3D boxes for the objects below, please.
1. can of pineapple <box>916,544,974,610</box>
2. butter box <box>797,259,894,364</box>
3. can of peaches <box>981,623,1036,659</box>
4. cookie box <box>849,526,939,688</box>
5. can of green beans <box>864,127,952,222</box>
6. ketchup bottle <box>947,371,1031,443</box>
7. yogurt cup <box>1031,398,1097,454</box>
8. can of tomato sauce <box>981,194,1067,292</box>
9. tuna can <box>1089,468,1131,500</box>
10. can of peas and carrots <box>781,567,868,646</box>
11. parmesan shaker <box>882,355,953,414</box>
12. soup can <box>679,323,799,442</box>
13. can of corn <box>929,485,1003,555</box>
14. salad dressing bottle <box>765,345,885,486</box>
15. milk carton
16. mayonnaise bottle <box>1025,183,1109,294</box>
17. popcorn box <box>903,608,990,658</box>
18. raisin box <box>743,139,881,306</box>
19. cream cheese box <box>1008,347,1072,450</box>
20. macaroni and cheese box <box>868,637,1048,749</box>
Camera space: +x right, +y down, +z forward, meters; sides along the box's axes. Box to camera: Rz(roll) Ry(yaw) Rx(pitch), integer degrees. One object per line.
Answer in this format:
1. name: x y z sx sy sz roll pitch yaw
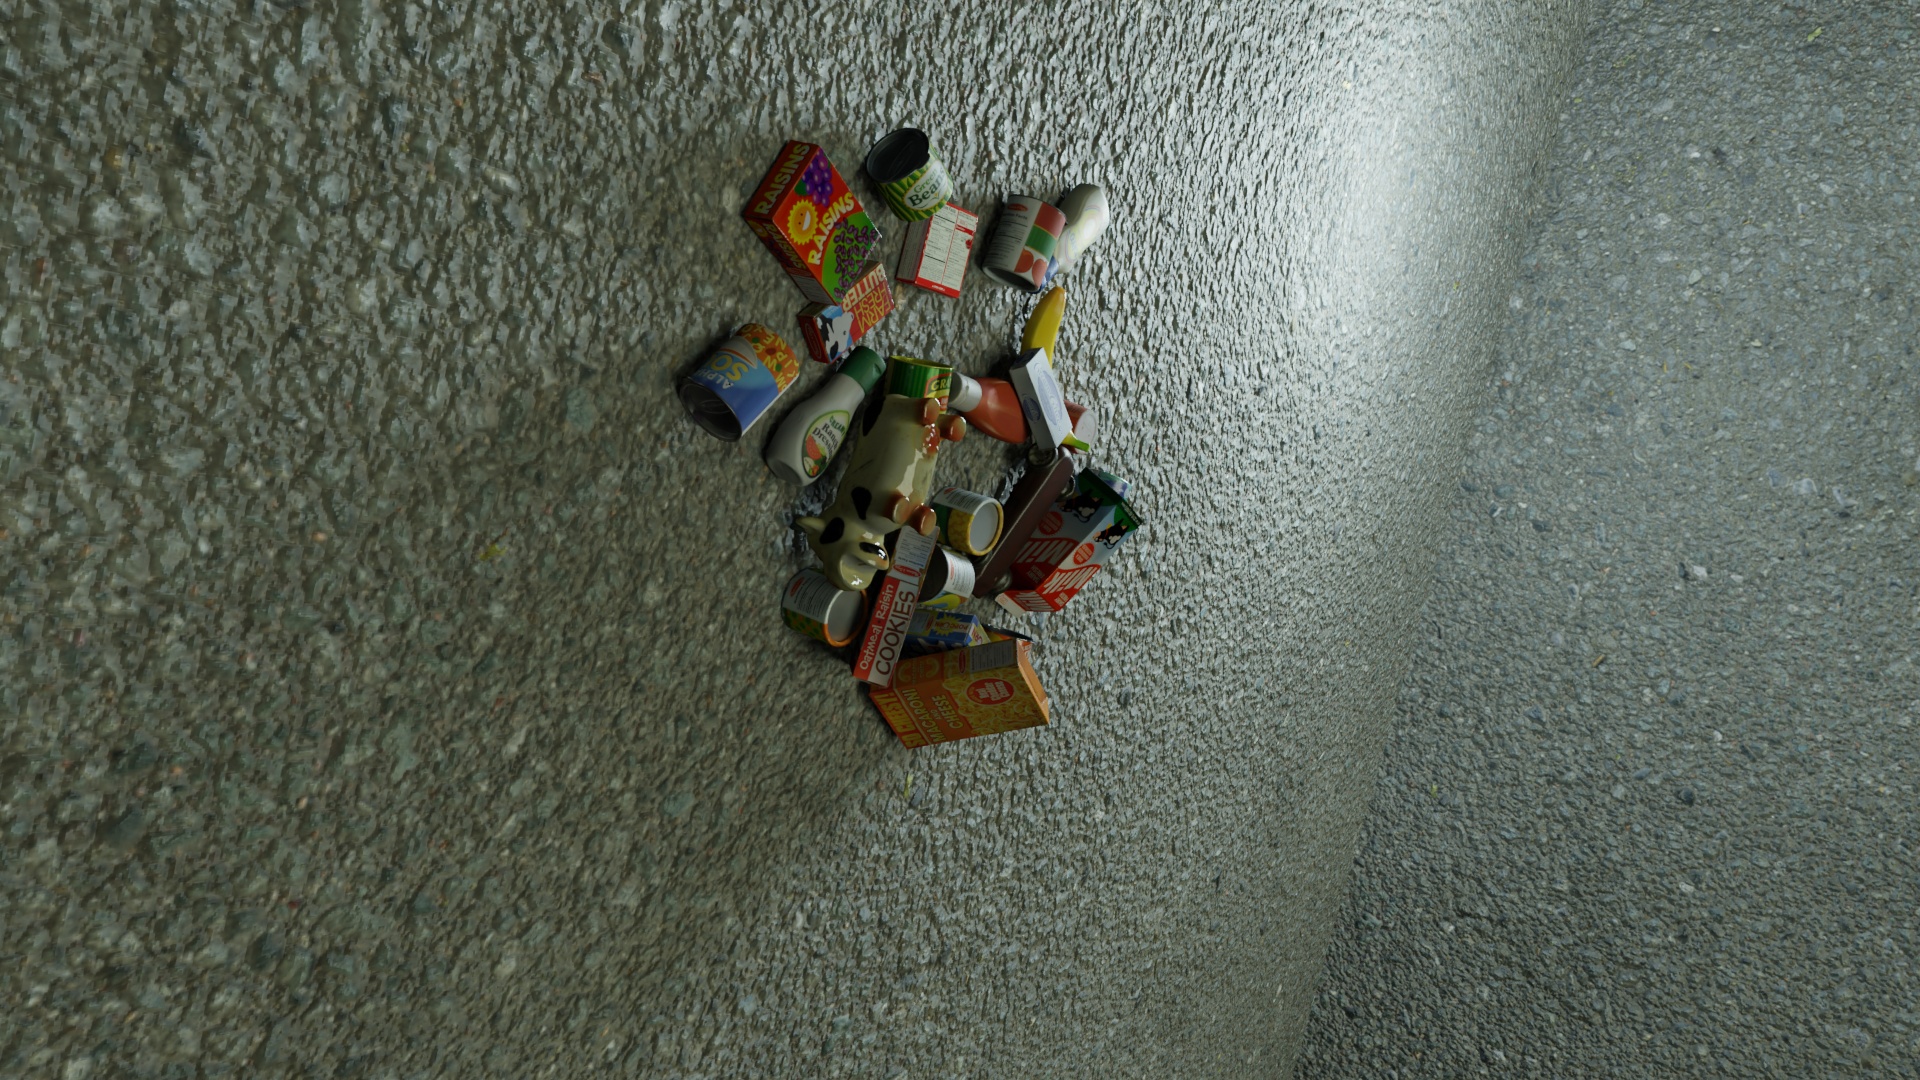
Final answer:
1. can of pineapple: -0.028 0.039 1.498 0.058 0.071 0.071 21 87 -57
2. butter box: -0.106 -0.216 1.307 0.104 0.024 0.053 -47 138 -33
3. can of peaches: 0.050 0.136 1.644 0.071 0.071 0.058 13 95 -56
4. cookie box: -0.068 0.061 1.411 0.123 0.040 0.167 179 -71 -84
5. can of green beans: -0.047 -0.341 1.298 0.071 0.071 0.057 -61 145 -16
6. ketchup bottle: 0.028 -0.149 1.510 0.149 0.043 0.064 15 84 -56
7. yogurt cup: 0.127 -0.134 1.649 0.073 0.054 0.072 -29 127 -47
8. can of tomato sauce: 0.068 -0.314 1.474 0.071 0.071 0.083 27 83 -56
9. tuna can: 0.182 -0.063 1.745 0.071 0.071 0.033 32 78 -55
10. can of peas and carrots: -0.131 0.066 1.367 0.071 0.059 0.070 -28 127 -46
11. parmesan shaker: -0.047 -0.129 1.394 0.071 0.071 0.102 -6 109 -54
12. soup can: -0.189 -0.138 1.187 0.084 0.071 0.071 -52 141 -29
13. can of corn: 0.005 -0.019 1.523 0.071 0.058 0.071 -28 126 -46
14. salad dressing bottle: -0.124 -0.119 1.307 0.148 0.044 0.064 -57 145 -23
15. milk carton: 0.120 0.013 1.659 0.190 0.073 0.072 -47 143 1
16. mayonnaise bottle: 0.113 -0.334 1.552 0.149 0.041 0.064 -53 143 -28
17. popcorn box: -0.007 0.127 1.543 0.126 0.085 0.038 61 42 -47
18. raisin box: -0.130 -0.280 1.233 0.086 0.040 0.123 -61 146 -16
19. cream cheese box: 0.089 -0.157 1.541 0.054 0.024 0.103 -52 126 -50
20. macaroni and cheese box: 0.000 0.168 1.511 0.123 0.166 0.040 63 20 -47
